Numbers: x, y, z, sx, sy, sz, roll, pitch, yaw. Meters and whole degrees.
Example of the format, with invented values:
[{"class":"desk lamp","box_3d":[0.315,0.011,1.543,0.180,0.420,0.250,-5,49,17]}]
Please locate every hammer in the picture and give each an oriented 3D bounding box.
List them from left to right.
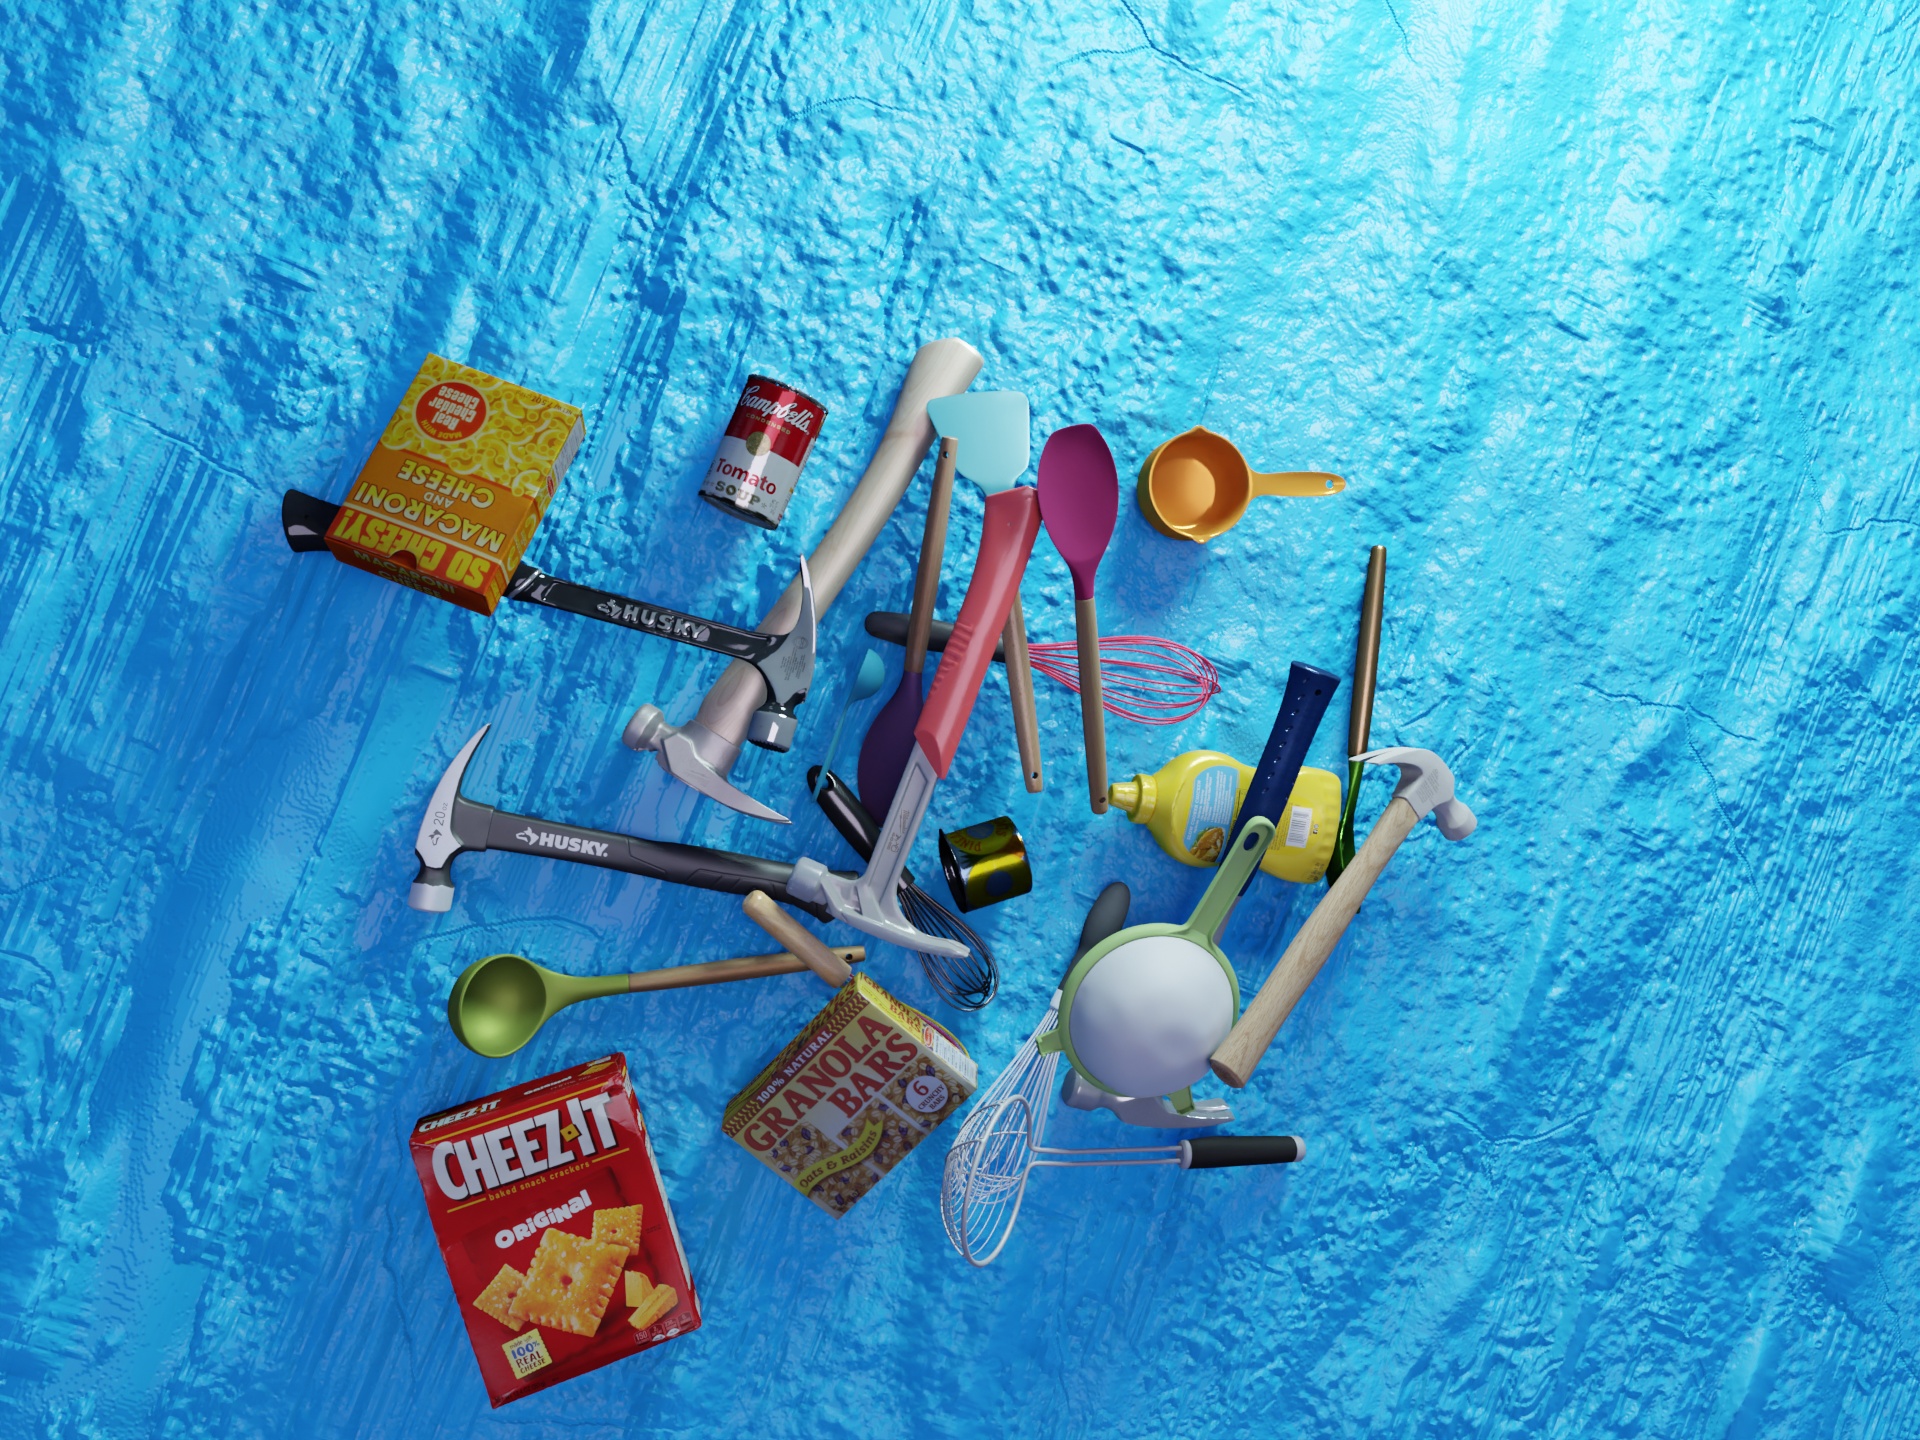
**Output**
[{"class":"hammer","box_3d":[-0.303,-0.101,1.186,0.409,0.036,0.149,16,80,-4]},{"class":"hammer","box_3d":[-0.243,0.100,1.231,0.334,0.035,0.146,12,90,-12]},{"class":"hammer","box_3d":[-0.093,-0.118,1.244,0.146,0.038,0.411,31,83,4]},{"class":"hammer","box_3d":[-0.002,-0.004,1.207,0.149,0.037,0.359,22,94,3]},{"class":"hammer","box_3d":[0.217,0.148,1.284,0.144,0.035,0.405,17,102,-13]},{"class":"hammer","box_3d":[0.299,0.153,1.275,0.331,0.031,0.130,-50,116,-21]}]

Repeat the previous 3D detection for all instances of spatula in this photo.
[{"class":"spatula","box_3d":[-0.035,-0.064,1.243,0.060,0.018,0.316,13,103,13]},{"class":"spatula","box_3d":[0.036,-0.101,1.242,0.082,0.044,0.317,-8,94,-13]}]

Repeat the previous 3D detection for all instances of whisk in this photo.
[{"class":"whisk","box_3d":[-0.079,0.219,1.250,0.244,0.051,0.047,43,91,-17]},{"class":"whisk","box_3d":[-0.049,0.134,1.270,0.055,0.055,0.239,-37,94,-9]},{"class":"whisk","box_3d":[0.068,-0.050,1.282,0.295,0.073,0.073,11,89,-7]},{"class":"whisk","box_3d":[0.072,0.260,1.294,0.070,0.070,0.285,29,80,-11]}]

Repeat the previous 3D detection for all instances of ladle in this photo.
[{"class":"ladle","box_3d":[-0.228,0.203,1.226,0.320,0.062,0.078,-5,97,-14]}]

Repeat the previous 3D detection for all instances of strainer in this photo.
[{"class":"strainer","box_3d":[0.181,0.194,1.234,0.151,0.069,0.256,26,100,-16]}]

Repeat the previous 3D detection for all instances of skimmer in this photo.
[{"class":"skimmer","box_3d":[0.142,0.354,1.246,0.363,0.090,0.127,6,94,-27]}]

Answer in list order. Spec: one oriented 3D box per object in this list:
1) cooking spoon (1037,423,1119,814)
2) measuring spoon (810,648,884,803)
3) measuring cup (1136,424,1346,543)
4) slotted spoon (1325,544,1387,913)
[{"class":"cooking spoon","box_3d":[0.097,-0.071,1.229,0.068,0.017,0.318,-16,114,-22]},{"class":"measuring spoon","box_3d":[-0.086,0.007,1.241,0.021,0.042,0.128,21,90,-4]},{"class":"measuring cup","box_3d":[0.229,-0.193,1.316,0.173,0.052,0.095,-2,92,-14]},{"class":"slotted spoon","box_3d":[0.339,0.006,1.350,0.031,0.070,0.314,5,85,24]}]
